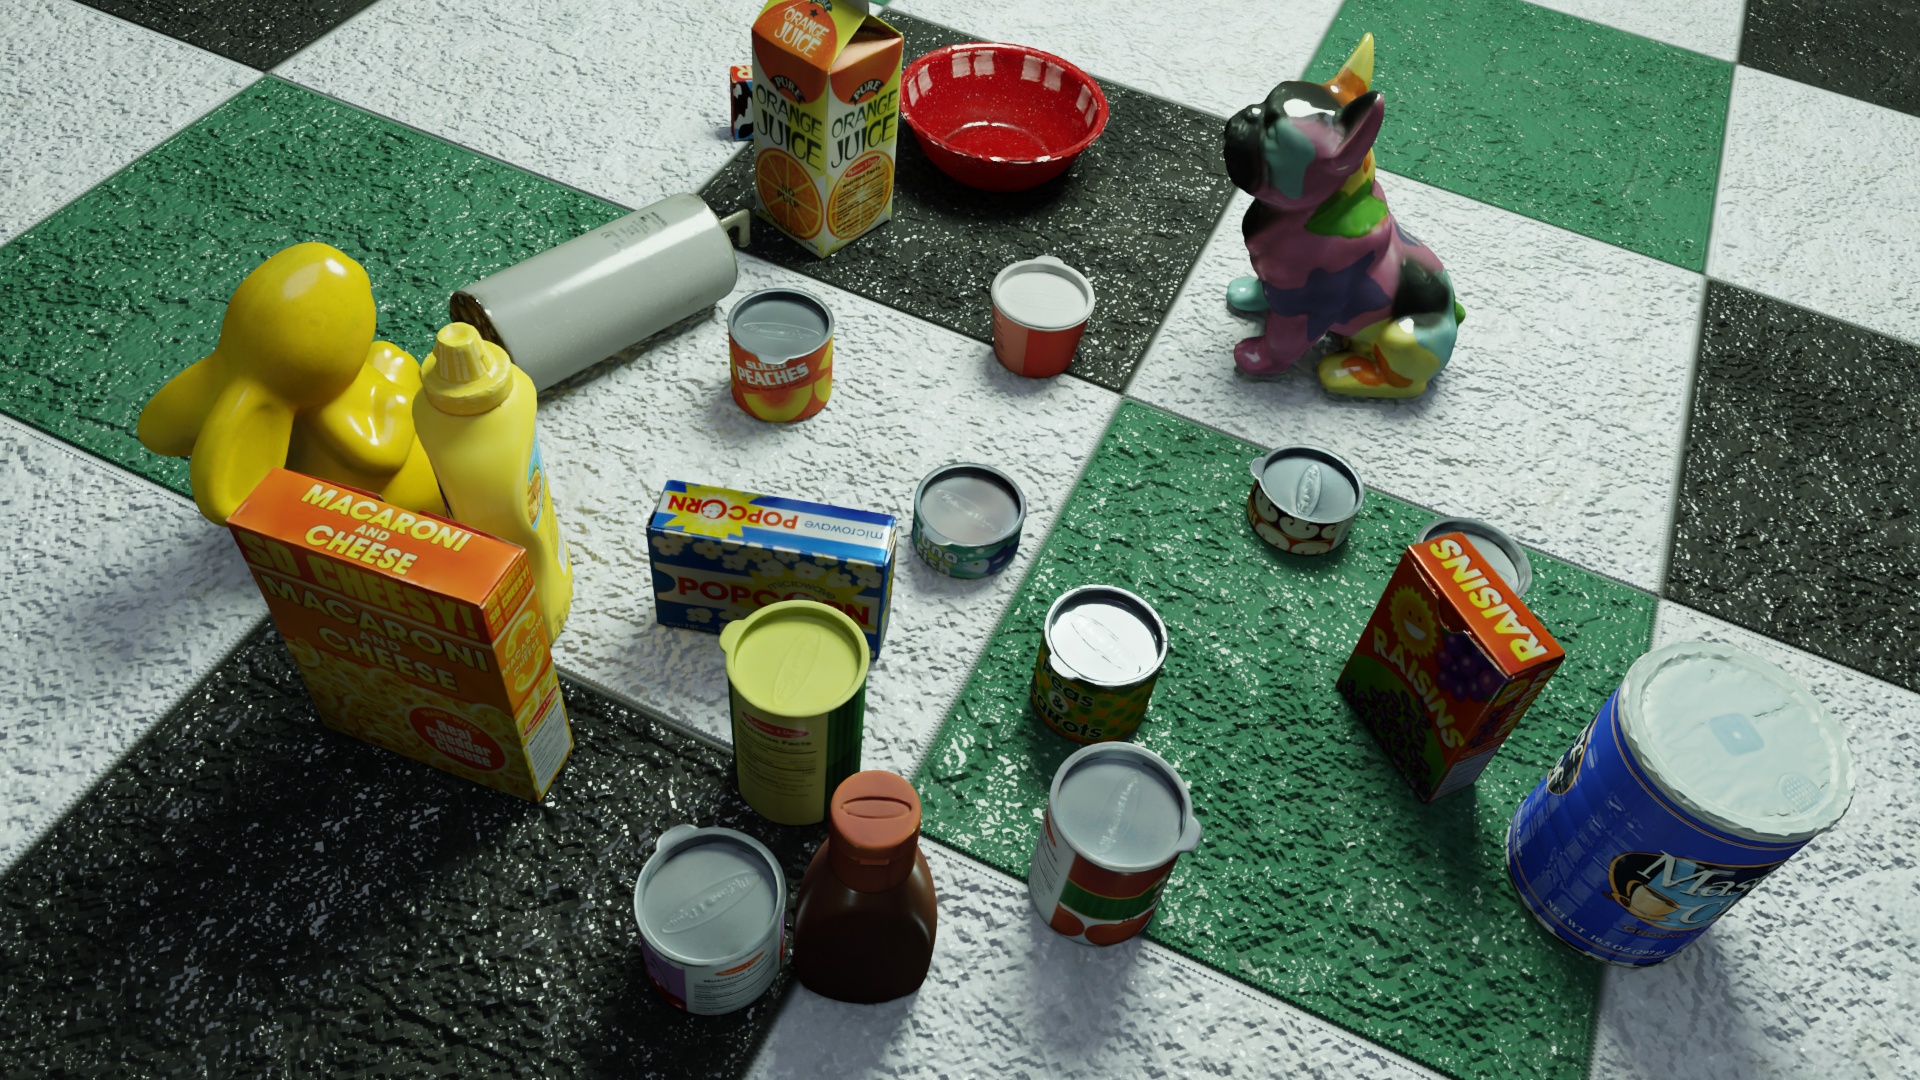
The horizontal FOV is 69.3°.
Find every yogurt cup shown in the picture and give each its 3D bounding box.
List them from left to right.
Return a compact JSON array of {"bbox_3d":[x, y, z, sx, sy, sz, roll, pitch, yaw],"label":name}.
[{"bbox_3d":[0.052,-0.145,0.925,0.072,0.053,0.073,3,50,-4],"label":"yogurt cup"}]

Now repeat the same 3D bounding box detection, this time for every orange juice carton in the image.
[{"bbox_3d":[-0.091,-0.297,0.944,0.072,0.191,0.073,37,55,22],"label":"orange juice carton"}]

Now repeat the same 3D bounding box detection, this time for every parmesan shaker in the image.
[{"bbox_3d":[-0.082,0.085,0.682,0.071,0.102,0.072,3,50,-4],"label":"parmesan shaker"}]

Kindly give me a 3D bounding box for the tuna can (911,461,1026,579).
[{"bbox_3d":[0.003,-0.010,0.819,0.071,0.032,0.071,3,50,-4],"label":"tuna can"}]

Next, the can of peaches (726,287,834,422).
[{"bbox_3d":[-0.114,-0.115,0.876,0.071,0.057,0.071,3,50,-4],"label":"can of peaches"}]

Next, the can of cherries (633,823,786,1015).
[{"bbox_3d":[-0.114,0.172,0.635,0.071,0.058,0.072,3,50,-4],"label":"can of cherries"}]

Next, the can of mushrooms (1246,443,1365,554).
[{"bbox_3d":[0.210,-0.026,0.857,0.071,0.033,0.071,3,50,-4],"label":"can of mushrooms"}]

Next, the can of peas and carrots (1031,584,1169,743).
[{"bbox_3d":[0.072,0.068,0.744,0.071,0.058,0.071,3,50,-4],"label":"can of peas and carrots"}]

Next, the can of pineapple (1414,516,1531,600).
[{"bbox_3d":[0.285,0.030,0.803,0.071,0.057,0.071,3,50,-4],"label":"can of pineapple"}]

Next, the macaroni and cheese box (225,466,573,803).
[{"bbox_3d":[-0.255,0.048,0.651,0.124,0.165,0.040,17,50,8],"label":"macaroni and cheese box"}]

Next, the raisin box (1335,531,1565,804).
[{"bbox_3d":[0.250,0.068,0.725,0.040,0.122,0.086,-16,54,-19],"label":"raisin box"}]

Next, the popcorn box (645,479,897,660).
[{"bbox_3d":[-0.100,0.017,0.749,0.127,0.084,0.038,9,50,1],"label":"popcorn box"}]

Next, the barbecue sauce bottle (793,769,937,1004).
[{"bbox_3d":[-0.040,0.152,0.601,0.065,0.147,0.044,3,50,-4],"label":"barbecue sauce bottle"}]

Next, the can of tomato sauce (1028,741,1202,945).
[{"bbox_3d":[0.072,0.147,0.663,0.071,0.082,0.071,3,50,-4],"label":"can of tomato sauce"}]

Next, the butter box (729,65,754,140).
[{"bbox_3d":[-0.124,-0.338,1.065,0.104,0.052,0.024,-7,52,-13],"label":"butter box"}]
